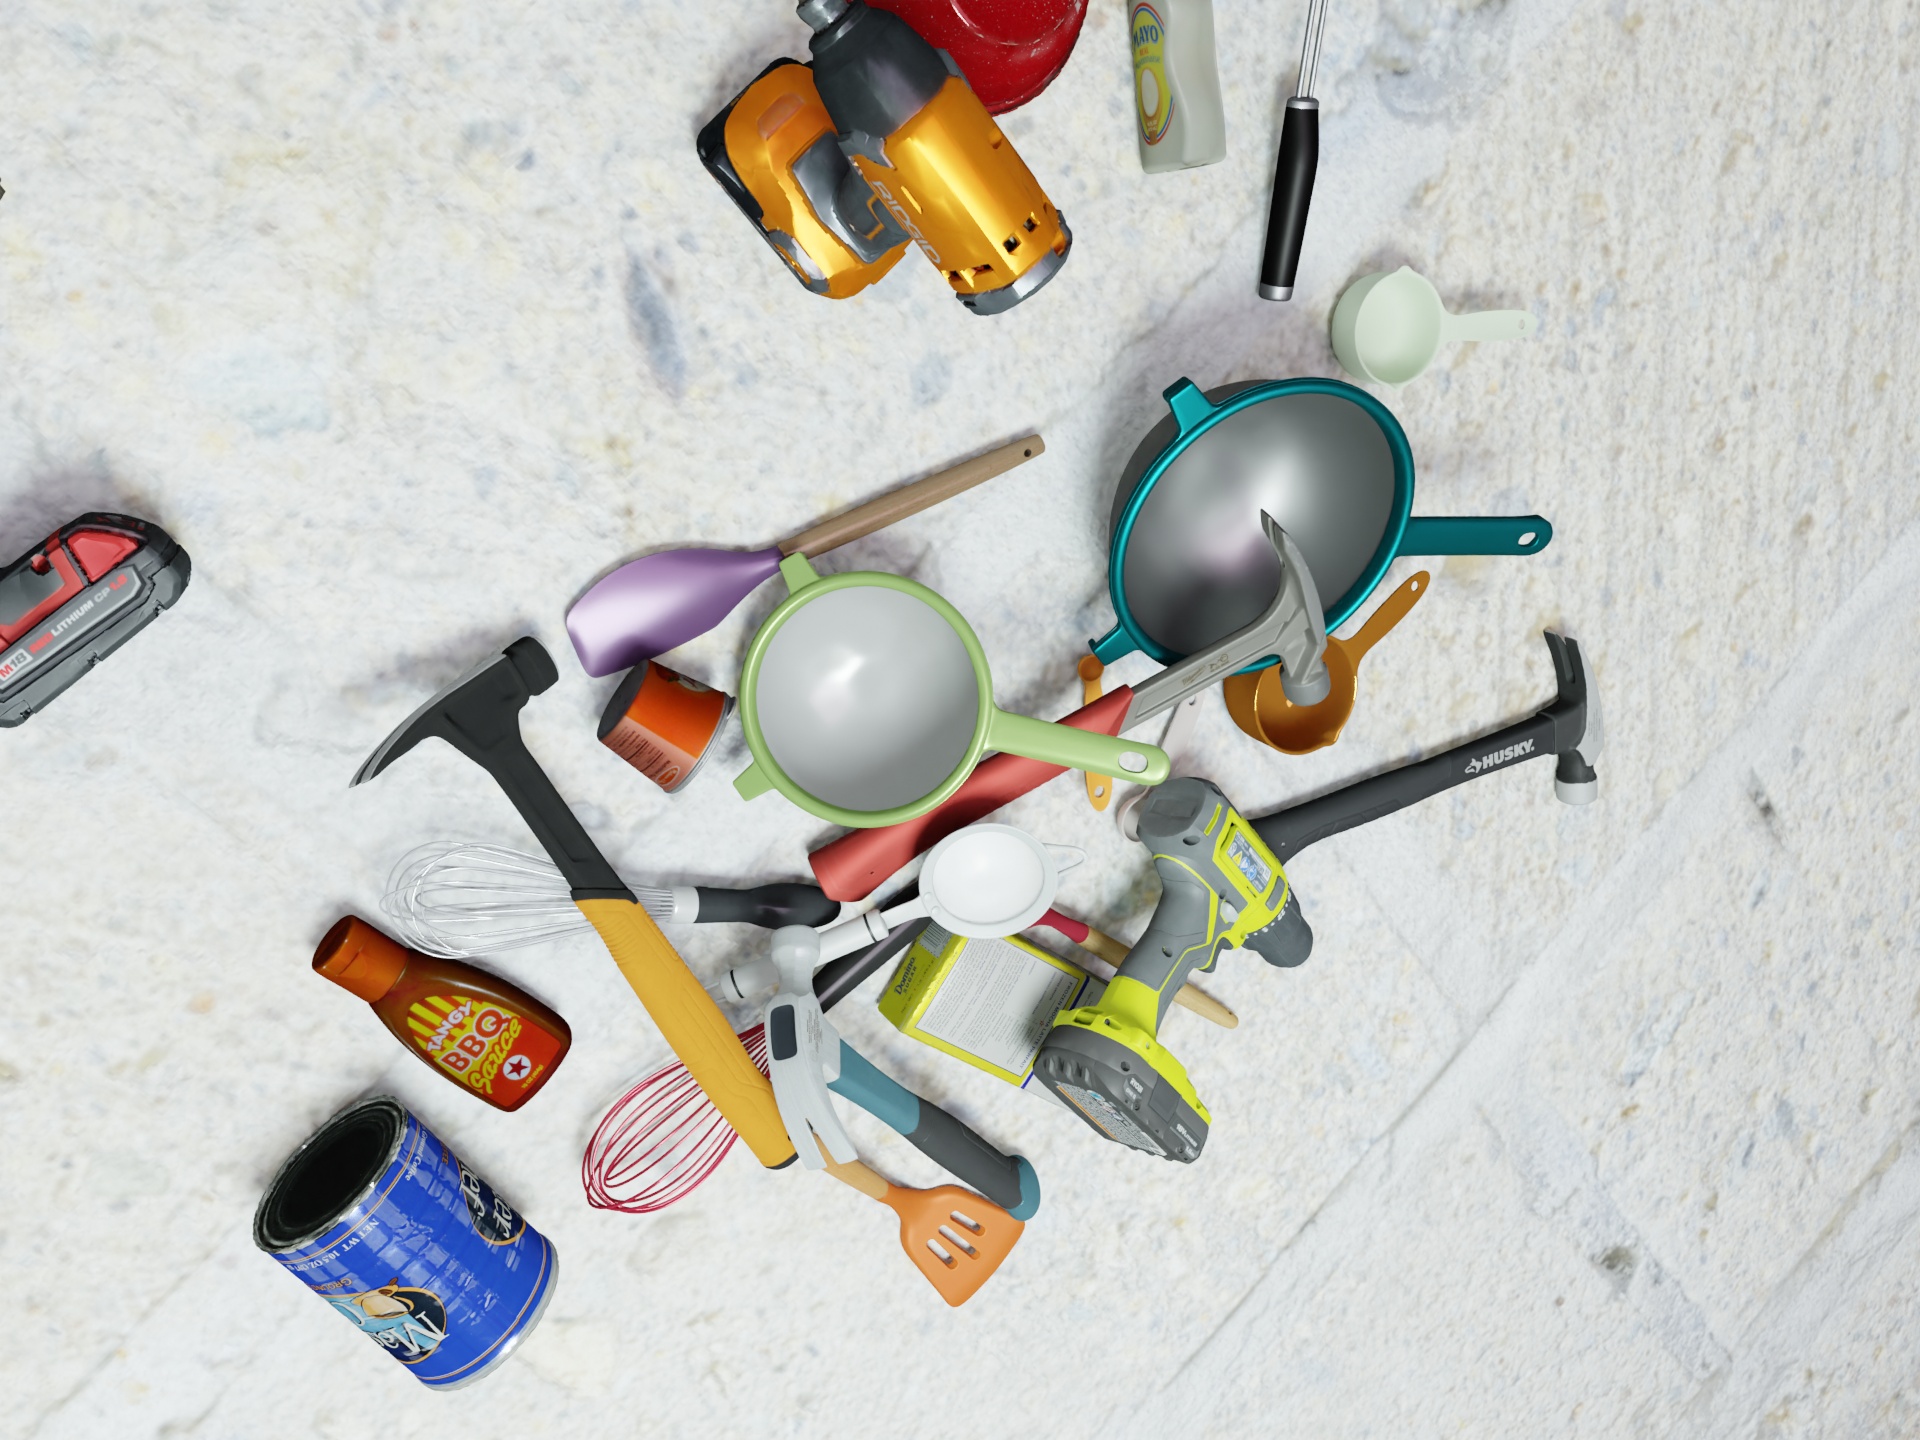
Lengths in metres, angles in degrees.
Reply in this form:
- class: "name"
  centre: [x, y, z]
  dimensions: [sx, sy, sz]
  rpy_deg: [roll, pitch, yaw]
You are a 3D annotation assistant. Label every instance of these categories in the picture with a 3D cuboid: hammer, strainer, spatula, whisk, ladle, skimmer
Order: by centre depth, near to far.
- class: "hammer"
  centre: [-0.191, 0.123, 0.888]
  dimensions: [0.127, 0.034, 0.336]
  rpy_deg: [-44, 108, -37]
- class: "whisk"
  centre: [-0.196, 0.108, 0.941]
  dimensions: [0.284, 0.070, 0.070]
  rpy_deg: [5, 103, -32]
- class: "spatula"
  centre: [-0.085, -0.110, 0.951]
  dimensions: [0.316, 0.018, 0.059]
  rpy_deg: [-25, 119, -17]
- class: "strainer"
  centre: [-0.002, -0.003, 0.953]
  dimensions: [0.256, 0.069, 0.151]
  rpy_deg: [13, 97, 3]
- class: "strainer"
  centre: [-0.046, 0.122, 0.987]
  dimensions: [0.258, 0.050, 0.086]
  rpy_deg: [-23, 118, 1]
- class: "skimmer"
  centre: [0.205, -0.453, 0.991]
  dimensions: [0.127, 0.090, 0.363]
  rpy_deg: [-10, 119, -27]
- class: "hammer"
  centre: [0.065, 0.008, 1.000]
  dimensions: [0.359, 0.037, 0.149]
  rpy_deg: [-28, 132, -2]
- class: "whisk"
  centre: [-0.117, 0.201, 1.005]
  dimensions: [0.296, 0.073, 0.073]
  rpy_deg: [-41, 119, -17]
- class: "hammer"
  centre: [-0.028, 0.254, 1.016]
  dimensions: [0.033, 0.128, 0.330]
  rpy_deg: [-18, 142, 20]
- class: "strainer"
  centre: [0.235, -0.141, 1.049]
  dimensions: [0.340, 0.095, 0.210]
  rpy_deg: [-3, 126, -24]
- class: "spatula"
  centre: [-0.060, 0.307, 1.049]
  dimensions: [0.081, 0.041, 0.322]
  rpy_deg: [-49, 137, -6]
- class: "ladle"
  centre: [0.100, 0.160, 1.110]
  dimensions: [0.031, 0.069, 0.315]
  rpy_deg: [-43, 128, 19]
- class: "hammer"
  centre: [0.356, 0.038, 1.210]
  dimensions: [0.334, 0.035, 0.146]
  rpy_deg: [-18, 113, -21]

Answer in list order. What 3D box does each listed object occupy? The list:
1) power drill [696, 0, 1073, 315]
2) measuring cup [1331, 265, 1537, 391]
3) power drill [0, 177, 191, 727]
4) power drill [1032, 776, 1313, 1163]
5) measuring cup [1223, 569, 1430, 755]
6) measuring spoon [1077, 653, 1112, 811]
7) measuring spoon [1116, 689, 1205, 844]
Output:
- class: "power drill"
  centre: [-0.052, -0.284, 0.795]
  dimensions: [0.084, 0.227, 0.164]
  rpy_deg: [-47, 120, -8]
- class: "measuring cup"
  centre: [0.327, -0.273, 1.102]
  dimensions: [0.167, 0.038, 0.083]
  rpy_deg: [-9, 109, -26]
- class: "power drill"
  centre: [-0.459, -0.130, 0.726]
  dimensions: [0.188, 0.080, 0.226]
  rpy_deg: [-42, 116, -10]
- class: "power drill"
  centre: [0.158, 0.179, 1.091]
  dimensions: [0.190, 0.080, 0.229]
  rpy_deg: [48, 61, -35]
- class: "measuring cup"
  centre: [0.258, -0.052, 1.124]
  dimensions: [0.173, 0.052, 0.095]
  rpy_deg: [-42, 119, -12]
- class: "measuring spoon"
  centre: [0.090, 0.009, 1.082]
  dimensions: [0.021, 0.011, 0.116]
  rpy_deg: [-16, 115, -22]
- class: "measuring spoon"
  centre: [0.140, 0.027, 1.111]
  dimensions: [0.034, 0.018, 0.124]
  rpy_deg: [28, 84, -37]
